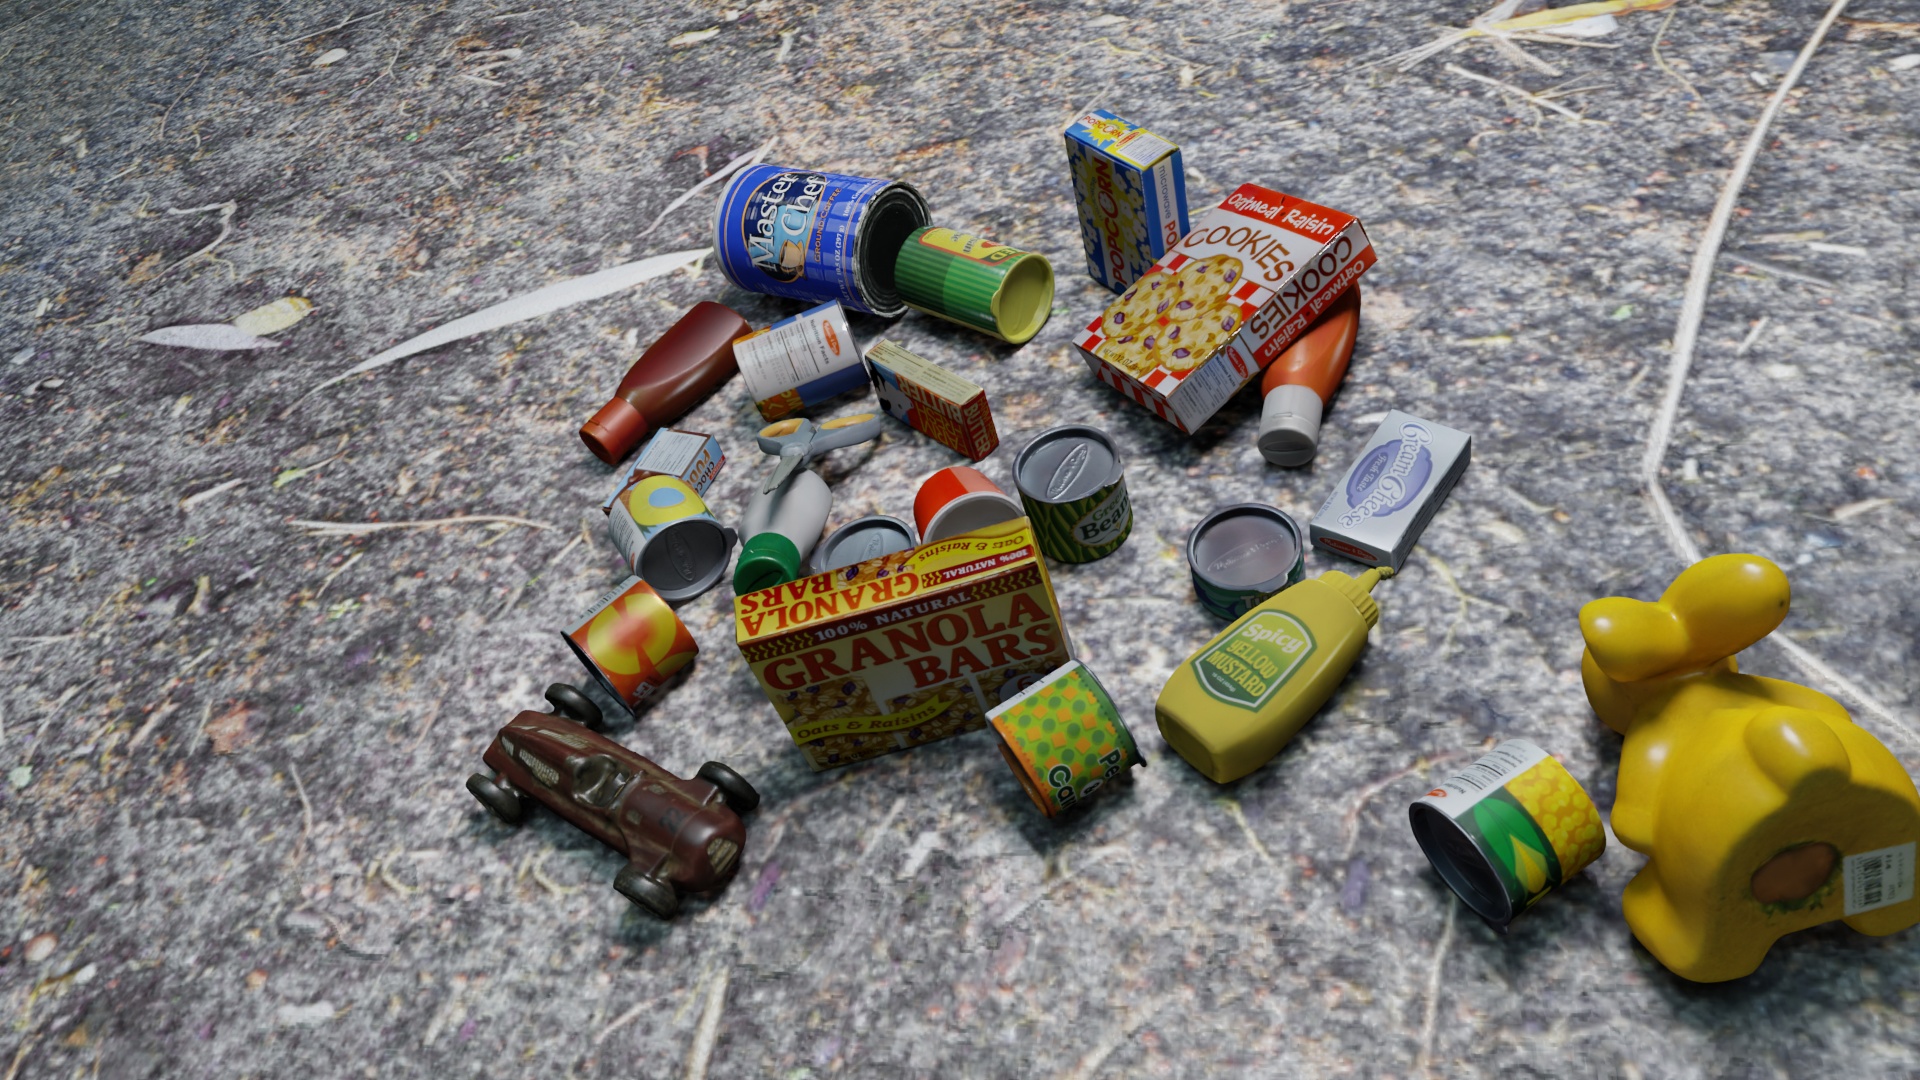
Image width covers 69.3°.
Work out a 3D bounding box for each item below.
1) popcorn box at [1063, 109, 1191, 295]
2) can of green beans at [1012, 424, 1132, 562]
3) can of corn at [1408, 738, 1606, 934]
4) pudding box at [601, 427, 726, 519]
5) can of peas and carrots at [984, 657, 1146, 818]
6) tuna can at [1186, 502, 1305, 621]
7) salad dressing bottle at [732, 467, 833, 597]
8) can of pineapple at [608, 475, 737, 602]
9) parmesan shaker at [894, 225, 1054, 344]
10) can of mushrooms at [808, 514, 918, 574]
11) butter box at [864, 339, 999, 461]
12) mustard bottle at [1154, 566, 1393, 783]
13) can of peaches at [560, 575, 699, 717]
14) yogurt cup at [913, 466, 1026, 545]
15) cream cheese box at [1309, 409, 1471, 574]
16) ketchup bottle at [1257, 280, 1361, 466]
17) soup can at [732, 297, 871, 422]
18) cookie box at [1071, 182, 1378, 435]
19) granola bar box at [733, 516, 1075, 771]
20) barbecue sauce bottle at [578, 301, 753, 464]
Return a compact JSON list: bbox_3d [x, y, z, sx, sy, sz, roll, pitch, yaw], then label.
[{"bbox_3d":[0.121,-0.231,0.981,0.038,0.126,0.085,-34,47,-16],"label":"popcorn box"},{"bbox_3d":[0.071,-0.029,0.862,0.071,0.057,0.071,-10,47,11],"label":"can of green beans"},{"bbox_3d":[0.255,0.137,0.645,0.058,0.071,0.071,-31,47,-10],"label":"can of corn"},{"bbox_3d":[-0.211,-0.041,0.990,0.049,0.030,0.084,10,53,25],"label":"pudding box"},{"bbox_3d":[0.055,0.107,0.739,0.059,0.070,0.071,-31,47,-8],"label":"can of peas and carrots"},{"bbox_3d":[0.168,0.014,0.806,0.071,0.032,0.071,-10,47,11],"label":"tuna can"},{"bbox_3d":[-0.114,-0.002,0.872,0.064,0.044,0.148,-34,18,14],"label":"salad dressing bottle"},{"bbox_3d":[-0.192,-0.002,0.925,0.071,0.070,0.058,-33,47,-11],"label":"can of pineapple"},{"bbox_3d":[0.007,-0.190,1.022,0.103,0.071,0.071,25,61,35],"label":"parmesan shaker"},{"bbox_3d":[-0.058,0.019,0.881,0.071,0.033,0.071,-10,47,11],"label":"can of mushrooms"},{"bbox_3d":[-0.021,-0.098,0.960,0.024,0.053,0.104,-41,50,-22],"label":"butter box"},{"bbox_3d":[0.178,0.060,0.750,0.161,0.048,0.065,-39,50,-17],"label":"mustard bottle"},{"bbox_3d":[-0.205,0.066,0.869,0.058,0.071,0.071,-41,49,-19],"label":"can of peaches"},{"bbox_3d":[0.003,-0.011,0.865,0.072,0.072,0.054,-25,34,-4],"label":"yogurt cup"},{"bbox_3d":[0.256,-0.030,0.822,0.053,0.024,0.104,24,60,33],"label":"cream cheese box"},{"bbox_3d":[0.220,-0.114,0.898,0.064,0.043,0.149,-2,49,26],"label":"ketchup bottle"},{"bbox_3d":[-0.115,-0.131,1.017,0.084,0.071,0.071,-22,46,0],"label":"soup can"},{"bbox_3d":[0.171,-0.158,0.916,0.167,0.040,0.123,-43,35,-3],"label":"cookie box"},{"bbox_3d":[-0.025,0.061,0.768,0.165,0.123,0.039,-16,45,5],"label":"granola bar box"},{"bbox_3d":[-0.225,-0.120,1.059,0.065,0.043,0.149,24,61,35],"label":"barbecue sauce bottle"}]
